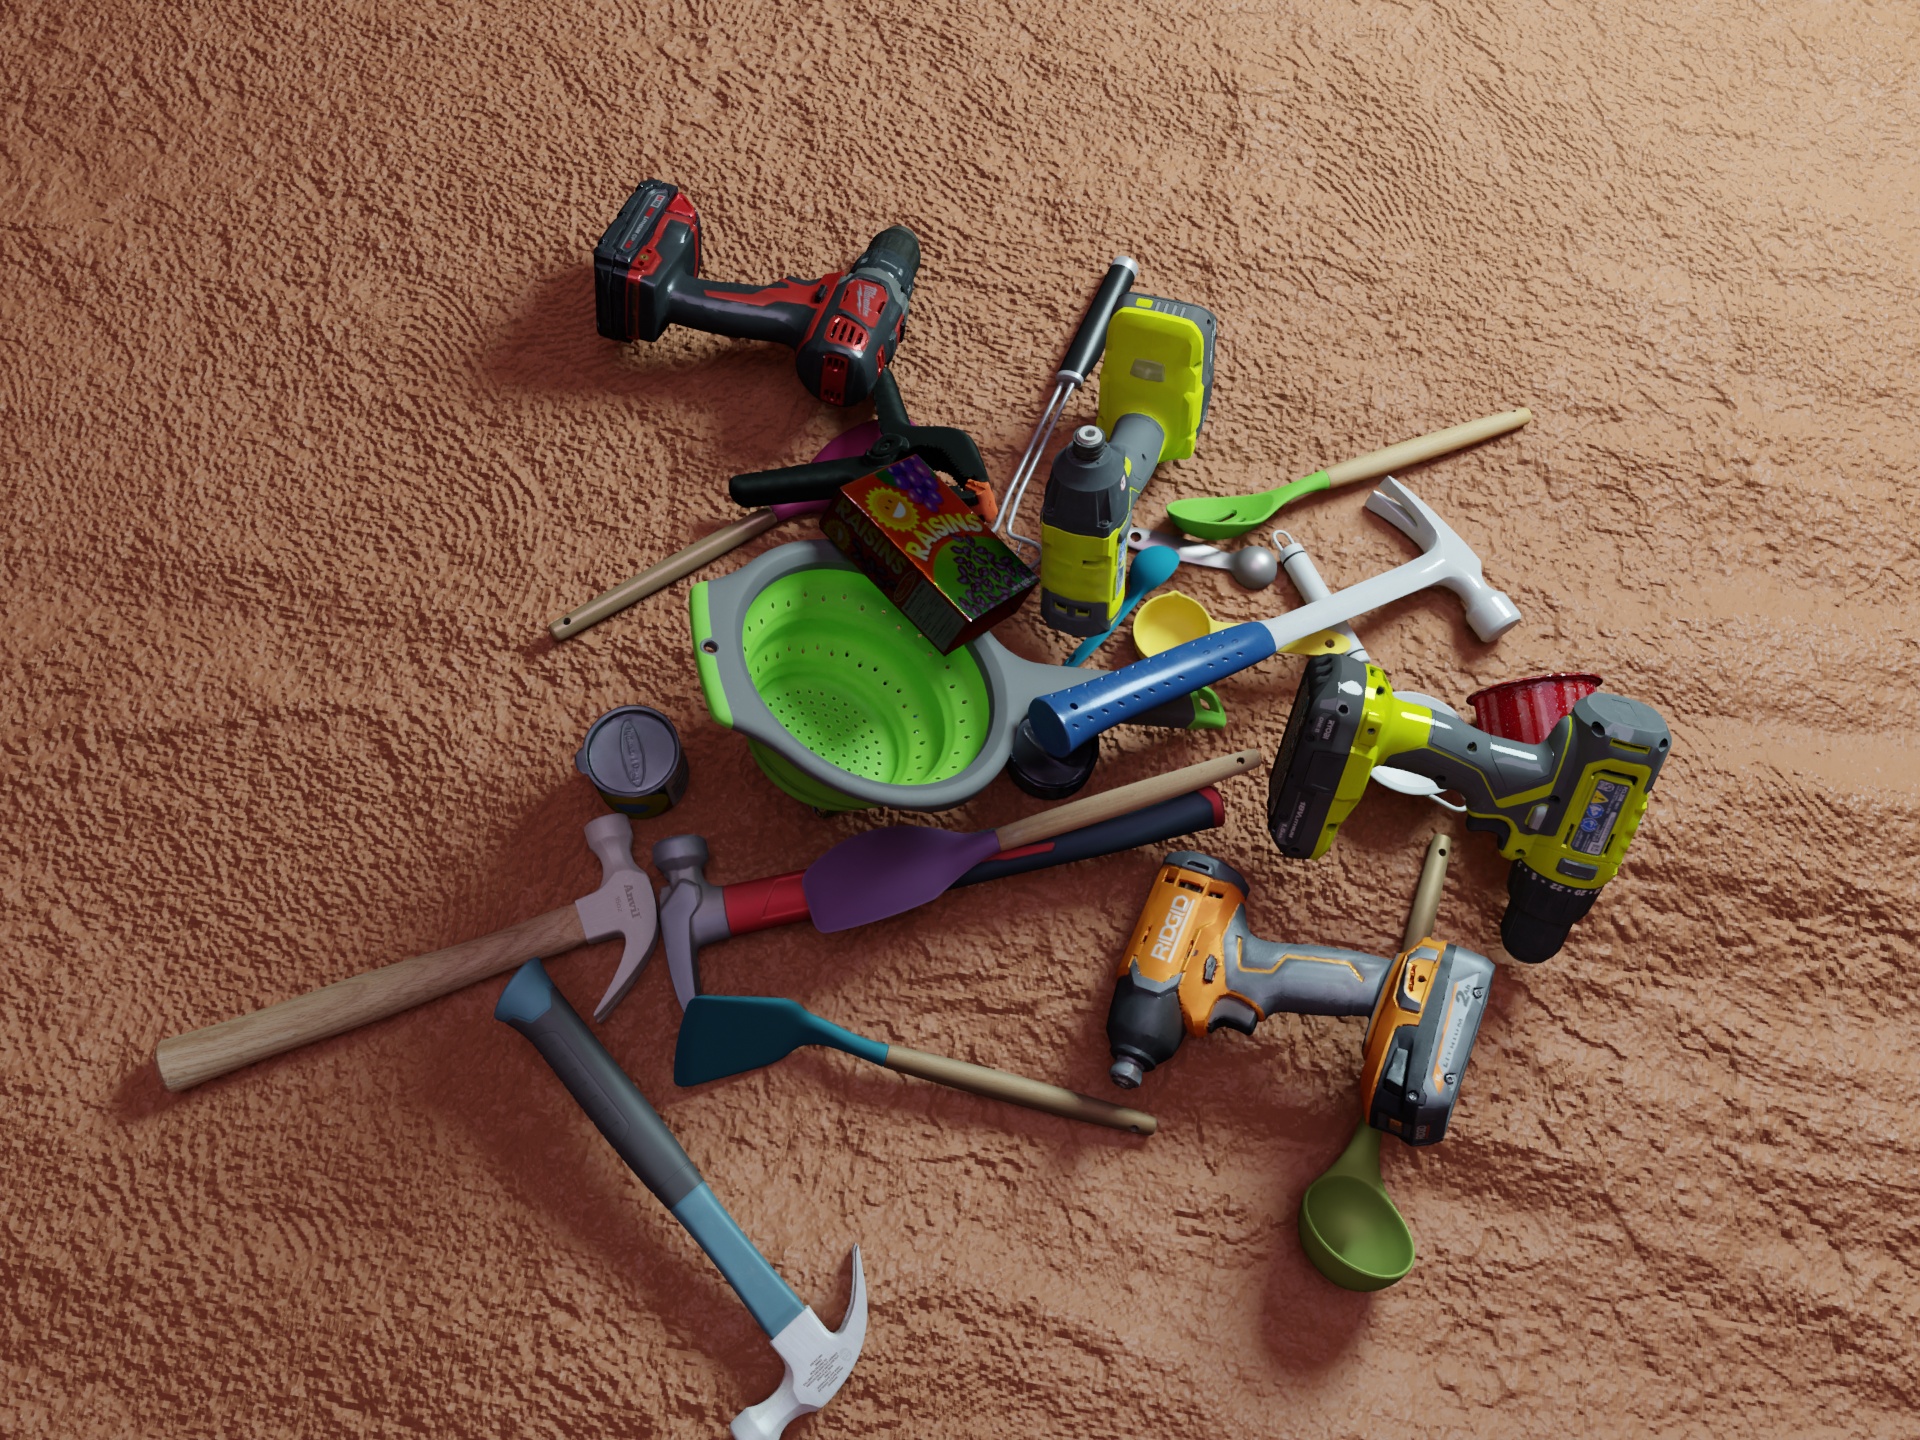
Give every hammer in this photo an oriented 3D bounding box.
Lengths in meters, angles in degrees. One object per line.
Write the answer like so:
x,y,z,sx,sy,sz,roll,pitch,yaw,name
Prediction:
-0.008,0.112,1.074,0.386,0.038,0.143,-12,73,-2,hammer
-0.361,0.175,1.054,0.331,0.031,0.130,-19,72,-9,hammer
-0.182,0.289,1.002,0.128,0.033,0.331,-39,84,-16,hammer
0.214,-0.064,1.100,0.405,0.035,0.144,-21,69,-30,hammer

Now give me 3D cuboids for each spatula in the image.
-0.026,0.235,1.040,0.317,0.082,0.044,14,31,-1,spatula
0.048,0.070,1.056,0.316,0.018,0.060,-17,74,-2,spatula

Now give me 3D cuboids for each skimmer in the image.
0.050,-0.226,1.184,0.127,0.090,0.363,13,66,31,skimmer

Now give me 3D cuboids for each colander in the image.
-0.002,-0.003,1.060,0.396,0.094,0.205,5,53,-29,colander

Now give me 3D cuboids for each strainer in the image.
0.292,-0.036,1.156,0.087,0.050,0.259,-20,67,-13,strainer

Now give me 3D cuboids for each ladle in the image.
0.292,0.218,1.058,0.078,0.062,0.320,23,68,-4,ladle

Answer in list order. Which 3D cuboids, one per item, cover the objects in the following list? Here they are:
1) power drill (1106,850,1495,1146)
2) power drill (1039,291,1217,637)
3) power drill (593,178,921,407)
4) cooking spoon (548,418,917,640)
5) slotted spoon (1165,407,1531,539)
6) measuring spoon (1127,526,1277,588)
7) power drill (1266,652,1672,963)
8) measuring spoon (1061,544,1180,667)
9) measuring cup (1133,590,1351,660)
0.209,0.190,1.023,0.226,0.084,0.164,17,63,22,power drill
0.113,-0.191,1.117,0.080,0.171,0.223,15,54,13,power drill
-0.146,-0.337,1.214,0.226,0.080,0.188,16,51,3,power drill
-0.162,-0.141,1.182,0.319,0.017,0.069,-31,73,-13,cooking spoon
0.301,-0.190,1.213,0.313,0.031,0.070,-19,28,-13,slotted spoon
0.178,-0.128,1.194,0.124,0.018,0.034,14,71,3,measuring spoon
0.323,0.058,1.045,0.228,0.190,0.080,14,27,3,power drill
0.110,-0.084,1.165,0.128,0.042,0.021,-47,112,-10,measuring spoon
0.203,-0.057,1.158,0.156,0.029,0.062,5,70,4,measuring cup
